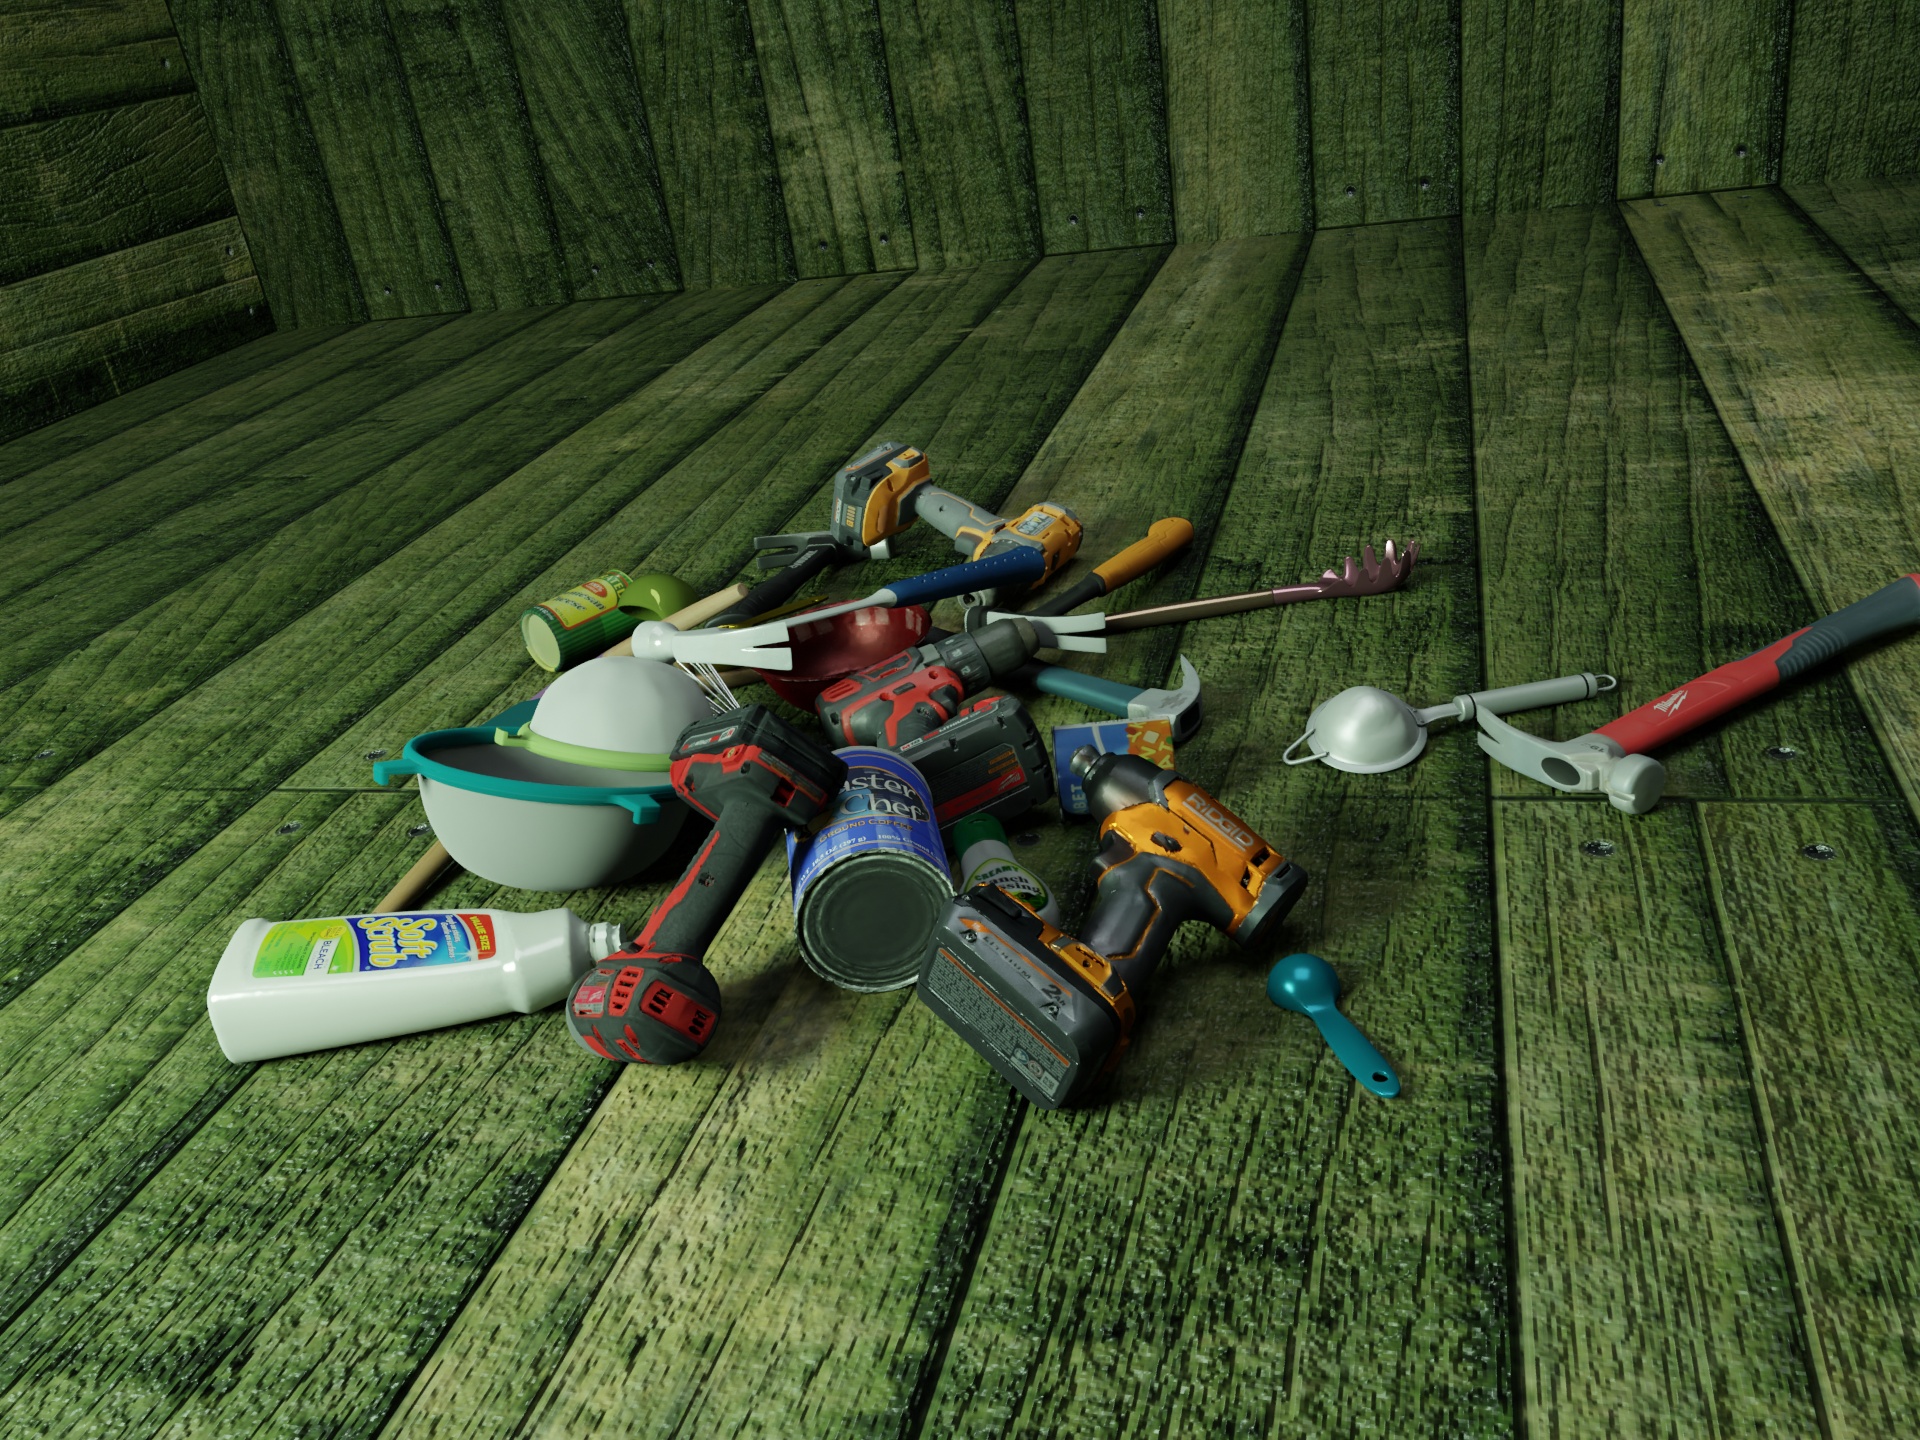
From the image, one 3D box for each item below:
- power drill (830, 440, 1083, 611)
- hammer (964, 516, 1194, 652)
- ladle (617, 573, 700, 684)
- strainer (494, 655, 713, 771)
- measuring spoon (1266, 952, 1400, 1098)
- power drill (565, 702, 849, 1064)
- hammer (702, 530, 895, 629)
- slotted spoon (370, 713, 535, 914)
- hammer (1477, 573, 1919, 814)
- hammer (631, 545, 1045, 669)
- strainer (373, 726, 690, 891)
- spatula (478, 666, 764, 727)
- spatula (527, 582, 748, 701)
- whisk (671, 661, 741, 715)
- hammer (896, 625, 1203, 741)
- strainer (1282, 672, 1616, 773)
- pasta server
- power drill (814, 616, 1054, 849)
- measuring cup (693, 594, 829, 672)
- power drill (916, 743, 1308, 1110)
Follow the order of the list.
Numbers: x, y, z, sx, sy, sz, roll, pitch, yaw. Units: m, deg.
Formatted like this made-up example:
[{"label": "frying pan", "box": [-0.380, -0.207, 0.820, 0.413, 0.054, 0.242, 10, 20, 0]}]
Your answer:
[{"label": "power drill", "box": [-0.016, -0.181, 1.543, 0.226, 0.084, 0.185, 24, 38, 19]}, {"label": "hammer", "box": [0.140, -0.129, 1.434, 0.127, 0.034, 0.337, 6, 23, 30]}, {"label": "ladle", "box": [-0.241, -0.037, 1.361, 0.078, 0.062, 0.321, 11, 29, -25]}, {"label": "strainer", "box": [-0.189, -0.003, 1.139, 0.256, 0.069, 0.151, 8, 8, 12]}, {"label": "measuring spoon", "box": [0.209, 0.164, 0.881, 0.042, 0.021, 0.129, -14, 26, -10]}, {"label": "power drill", "box": [-0.166, 0.105, 0.972, 0.143, 0.078, 0.220, -15, 45, 54]}, {"label": "hammer", "box": [-0.176, -0.132, 1.539, 0.146, 0.035, 0.335, -1, 20, 14]}, {"label": "slotted spoon", "box": [-0.367, 0.064, 1.240, 0.070, 0.031, 0.314, -1, 33, 25]}, {"label": "hammer", "box": [0.557, -0.036, 1.152, 0.386, 0.038, 0.143, -22, 27, -23]}, {"label": "hammer", "box": [-0.064, -0.096, 1.297, 0.144, 0.035, 0.405, 5, 16, 41]}, {"label": "strainer", "box": [-0.282, 0.062, 1.191, 0.211, 0.095, 0.340, 8, 7, 4]}, {"label": "spatula", "box": [-0.288, -0.012, 1.398, 0.317, 0.044, 0.082, -12, 26, -16]}, {"label": "spatula", "box": [-0.284, -0.061, 1.359, 0.316, 0.018, 0.060, -21, 19, 41]}, {"label": "whisk", "box": [-0.168, 0.006, 1.234, 0.246, 0.059, 0.058, 35, 82, 29]}, {"label": "hammer", "box": [0.062, -0.038, 1.321, 0.128, 0.033, 0.331, -30, 33, -34]}, {"label": "strainer", "box": [0.361, -0.010, 1.165, 0.258, 0.050, 0.087, -10, 42, -8]}, {"label": "pasta server", "box": [0.248, -0.113, 1.405, 0.316, 0.040, 0.060, -9, 17, 3]}, {"label": "power drill", "box": [-0.002, -0.004, 1.202, 0.188, 0.080, 0.227, -25, 25, -7]}, {"label": "measuring cup", "box": [-0.167, -0.075, 1.363, 0.062, 0.029, 0.156, 7, 24, 41]}, {"label": "power drill", "box": [0.080, 0.104, 0.926, 0.164, 0.084, 0.226, 39, 47, 21]}]
